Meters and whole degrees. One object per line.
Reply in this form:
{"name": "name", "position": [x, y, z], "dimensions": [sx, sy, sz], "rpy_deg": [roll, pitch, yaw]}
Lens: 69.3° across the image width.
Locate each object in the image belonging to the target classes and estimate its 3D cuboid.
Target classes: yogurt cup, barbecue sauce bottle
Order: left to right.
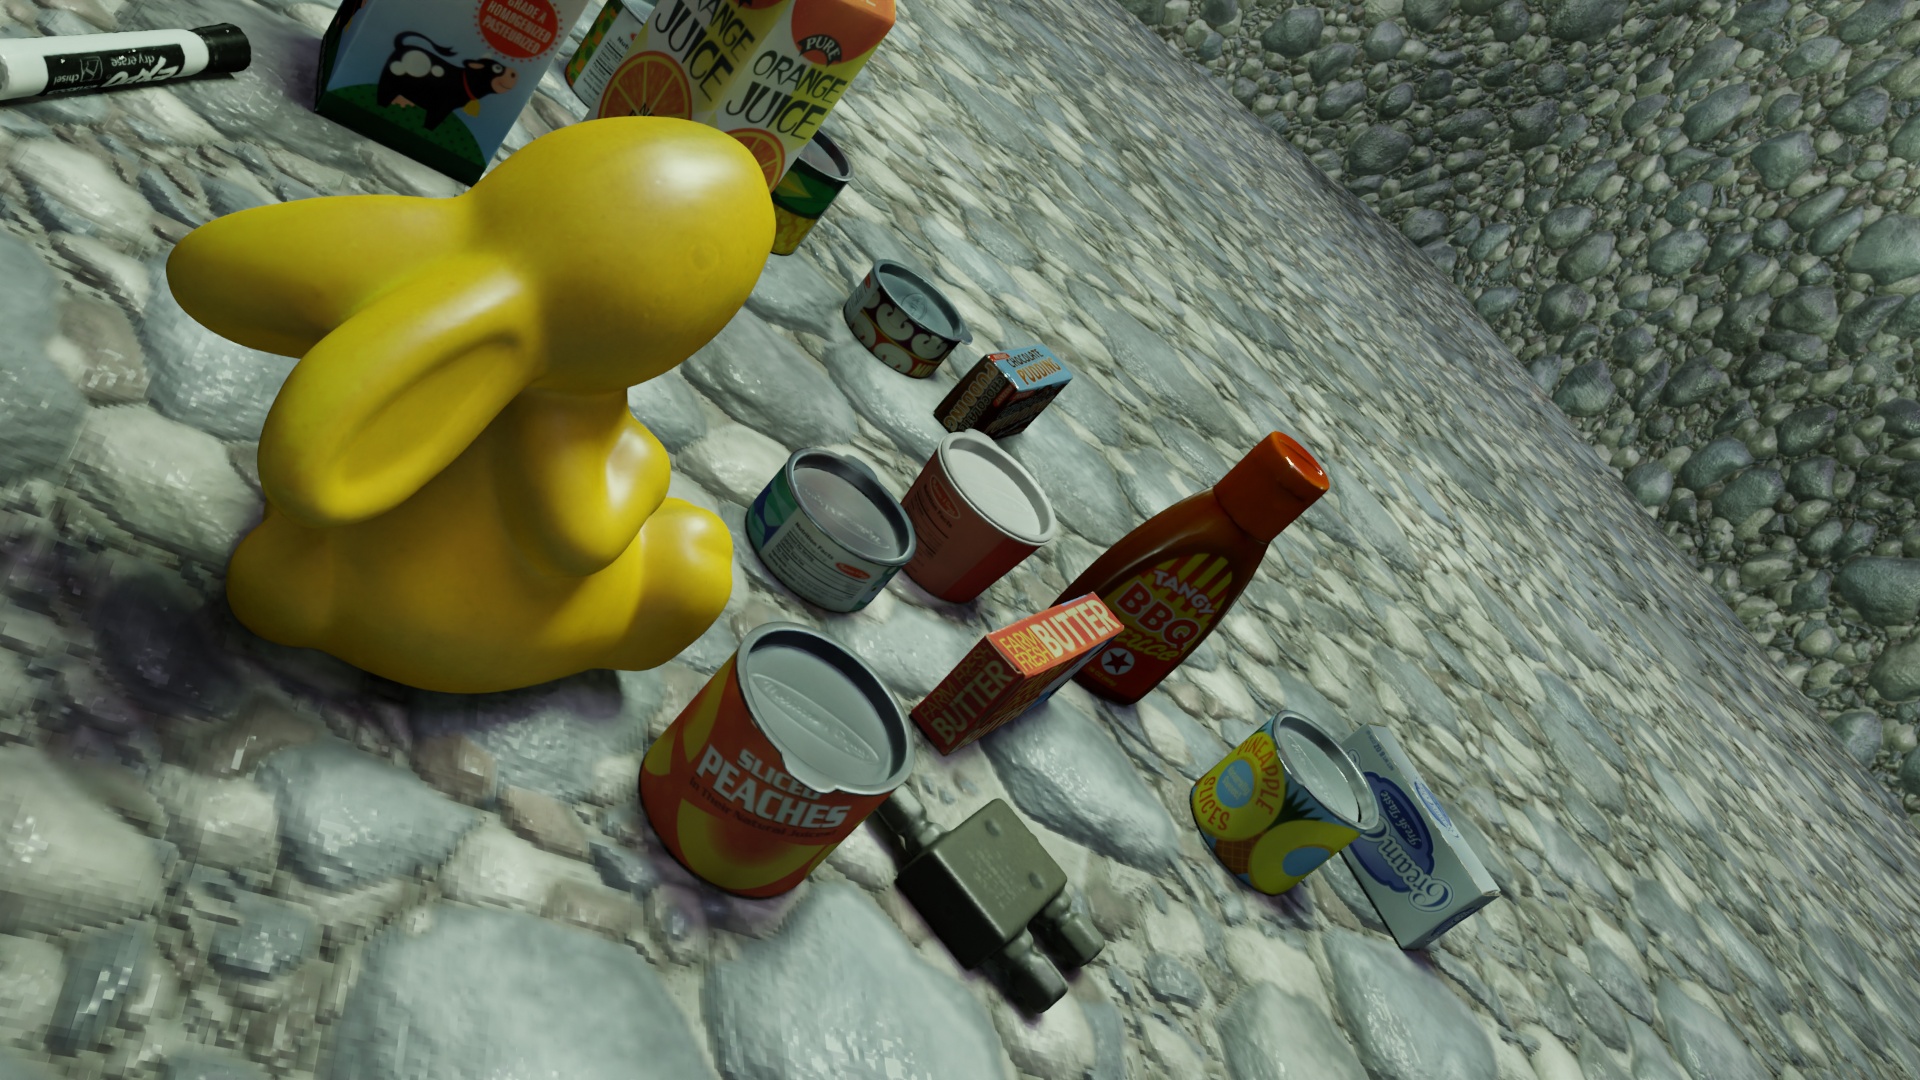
{"name": "yogurt cup", "position": [0.002, -0.008, 0.641], "dimensions": [0.072, 0.053, 0.073], "rpy_deg": [33, 27, -20]}
{"name": "barbecue sauce bottle", "position": [0.106, 0.012, 0.650], "dimensions": [0.065, 0.148, 0.044], "rpy_deg": [35, 27, -18]}

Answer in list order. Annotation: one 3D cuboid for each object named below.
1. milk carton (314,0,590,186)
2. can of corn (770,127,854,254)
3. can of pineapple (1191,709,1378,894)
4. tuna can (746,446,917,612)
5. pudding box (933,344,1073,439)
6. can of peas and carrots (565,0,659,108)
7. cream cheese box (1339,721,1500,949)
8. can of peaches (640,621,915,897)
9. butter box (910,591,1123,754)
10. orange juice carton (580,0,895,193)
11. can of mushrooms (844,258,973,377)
{"name": "milk carton", "position": [-0.192, -0.252, 0.579], "dimensions": [0.073, 0.189, 0.072], "rpy_deg": [22, 32, -37]}
{"name": "can of corn", "position": [-0.105, -0.205, 0.783], "dimensions": [0.071, 0.058, 0.071], "rpy_deg": [33, 27, -20]}
{"name": "can of pineapple", "position": [0.149, 0.122, 0.647], "dimensions": [0.071, 0.057, 0.071], "rpy_deg": [33, 27, -20]}
{"name": "tuna can", "position": [-0.054, -0.006, 0.582], "dimensions": [0.071, 0.032, 0.071], "rpy_deg": [33, 27, -20]}
{"name": "pudding box", "position": [0.026, -0.084, 0.794], "dimensions": [0.030, 0.049, 0.084], "rpy_deg": [48, 26, 10]}
{"name": "can of peas and carrots", "position": [-0.177, -0.268, 0.776], "dimensions": [0.071, 0.058, 0.071], "rpy_deg": [33, 27, -20]}
{"name": "cream cheese box", "position": [0.222, 0.151, 0.712], "dimensions": [0.024, 0.053, 0.104], "rpy_deg": [15, 38, -45]}
{"name": "can of peaches", "position": [-0.058, 0.070, 0.433], "dimensions": [0.071, 0.058, 0.071], "rpy_deg": [33, 27, -20]}
{"name": "butter box", "position": [0.026, 0.054, 0.581], "dimensions": [0.024, 0.053, 0.104], "rpy_deg": [50, 26, 14]}
{"name": "orange juice carton", "position": [-0.103, -0.247, 0.695], "dimensions": [0.072, 0.192, 0.073], "rpy_deg": [-1, 49, -56]}
{"name": "can of mushrooms", "position": [-0.030, -0.126, 0.797], "dimensions": [0.071, 0.033, 0.071], "rpy_deg": [33, 27, -20]}
